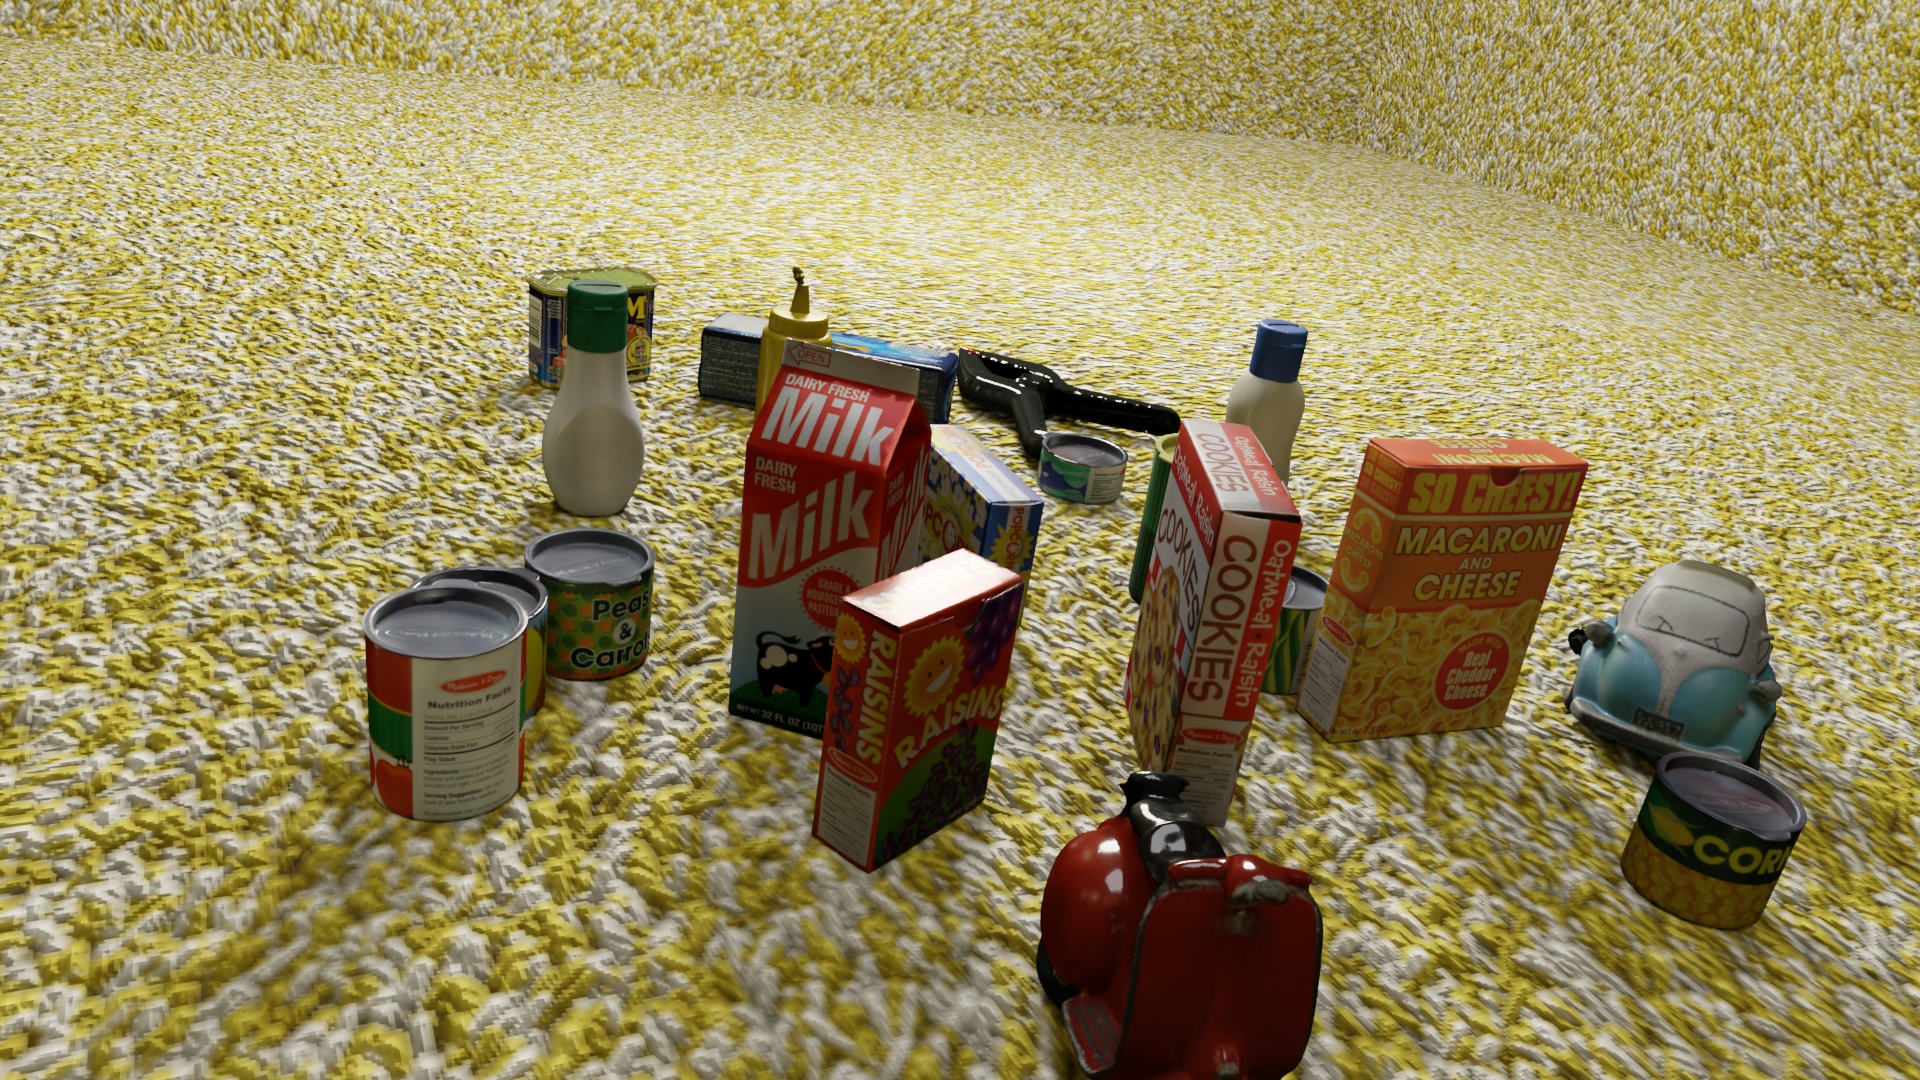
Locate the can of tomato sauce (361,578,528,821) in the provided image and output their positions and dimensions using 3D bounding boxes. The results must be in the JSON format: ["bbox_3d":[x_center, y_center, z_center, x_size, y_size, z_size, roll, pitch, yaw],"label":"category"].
[{"bbox_3d":[-0.226,0.069,0.610,0.071,0.082,0.071,7,24,-3],"label":"can of tomato sauce"}]

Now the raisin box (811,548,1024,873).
[{"bbox_3d":[-0.019,0.074,0.620,0.040,0.122,0.086,25,29,33],"label":"raisin box"}]

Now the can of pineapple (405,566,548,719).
[{"bbox_3d":[-0.234,0.052,0.676,0.071,0.057,0.071,7,24,-3],"label":"can of pineapple"}]

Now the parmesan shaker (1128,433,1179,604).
[{"bbox_3d":[0.145,-0.009,0.883,0.071,0.102,0.071,7,24,-3],"label":"parmesan shaker"}]

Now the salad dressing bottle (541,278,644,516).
[{"bbox_3d":[-0.231,-0.090,0.880,0.064,0.147,0.044,-3,26,-25],"label":"salad dressing bottle"}]

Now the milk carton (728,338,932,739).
[{"bbox_3d":[-0.064,-0.002,0.692,0.072,0.189,0.074,14,24,12],"label":"milk carton"}]

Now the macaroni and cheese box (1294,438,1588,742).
[{"bbox_3d":[0.264,0.028,0.766,0.124,0.165,0.040,-2,26,-22],"label":"macaroni and cheese box"}]

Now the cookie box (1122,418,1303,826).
[{"bbox_3d":[0.122,0.037,0.696,0.040,0.166,0.123,7,24,-4],"label":"cookie box"}]

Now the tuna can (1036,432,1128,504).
[{"bbox_3d":[0.090,-0.056,1.053,0.071,0.032,0.071,7,24,-3],"label":"tuna can"}]

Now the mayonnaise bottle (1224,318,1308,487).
[{"bbox_3d":[0.224,-0.089,1.032,0.065,0.147,0.041,-4,27,-27],"label":"mayonnaise bottle"}]

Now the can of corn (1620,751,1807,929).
[{"bbox_3d":[0.363,0.146,0.670,0.071,0.058,0.071,7,24,-3],"label":"can of corn"}]

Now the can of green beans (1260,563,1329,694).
[{"bbox_3d":[0.184,0.050,0.822,0.071,0.057,0.071,7,24,-3],"label":"can of green beans"}]

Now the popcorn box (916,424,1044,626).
[{"bbox_3d":[0.003,-0.011,0.861,0.038,0.084,0.127,-3,26,-24],"label":"popcorn box"}]

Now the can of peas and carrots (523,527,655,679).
[{"bbox_3d":[-0.194,0.034,0.729,0.071,0.058,0.071,7,24,-3],"label":"can of peas and carrots"}]

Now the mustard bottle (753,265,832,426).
[{"bbox_3d":[-0.113,-0.106,0.941,0.049,0.159,0.065,2,25,-15],"label":"mustard bottle"}]
